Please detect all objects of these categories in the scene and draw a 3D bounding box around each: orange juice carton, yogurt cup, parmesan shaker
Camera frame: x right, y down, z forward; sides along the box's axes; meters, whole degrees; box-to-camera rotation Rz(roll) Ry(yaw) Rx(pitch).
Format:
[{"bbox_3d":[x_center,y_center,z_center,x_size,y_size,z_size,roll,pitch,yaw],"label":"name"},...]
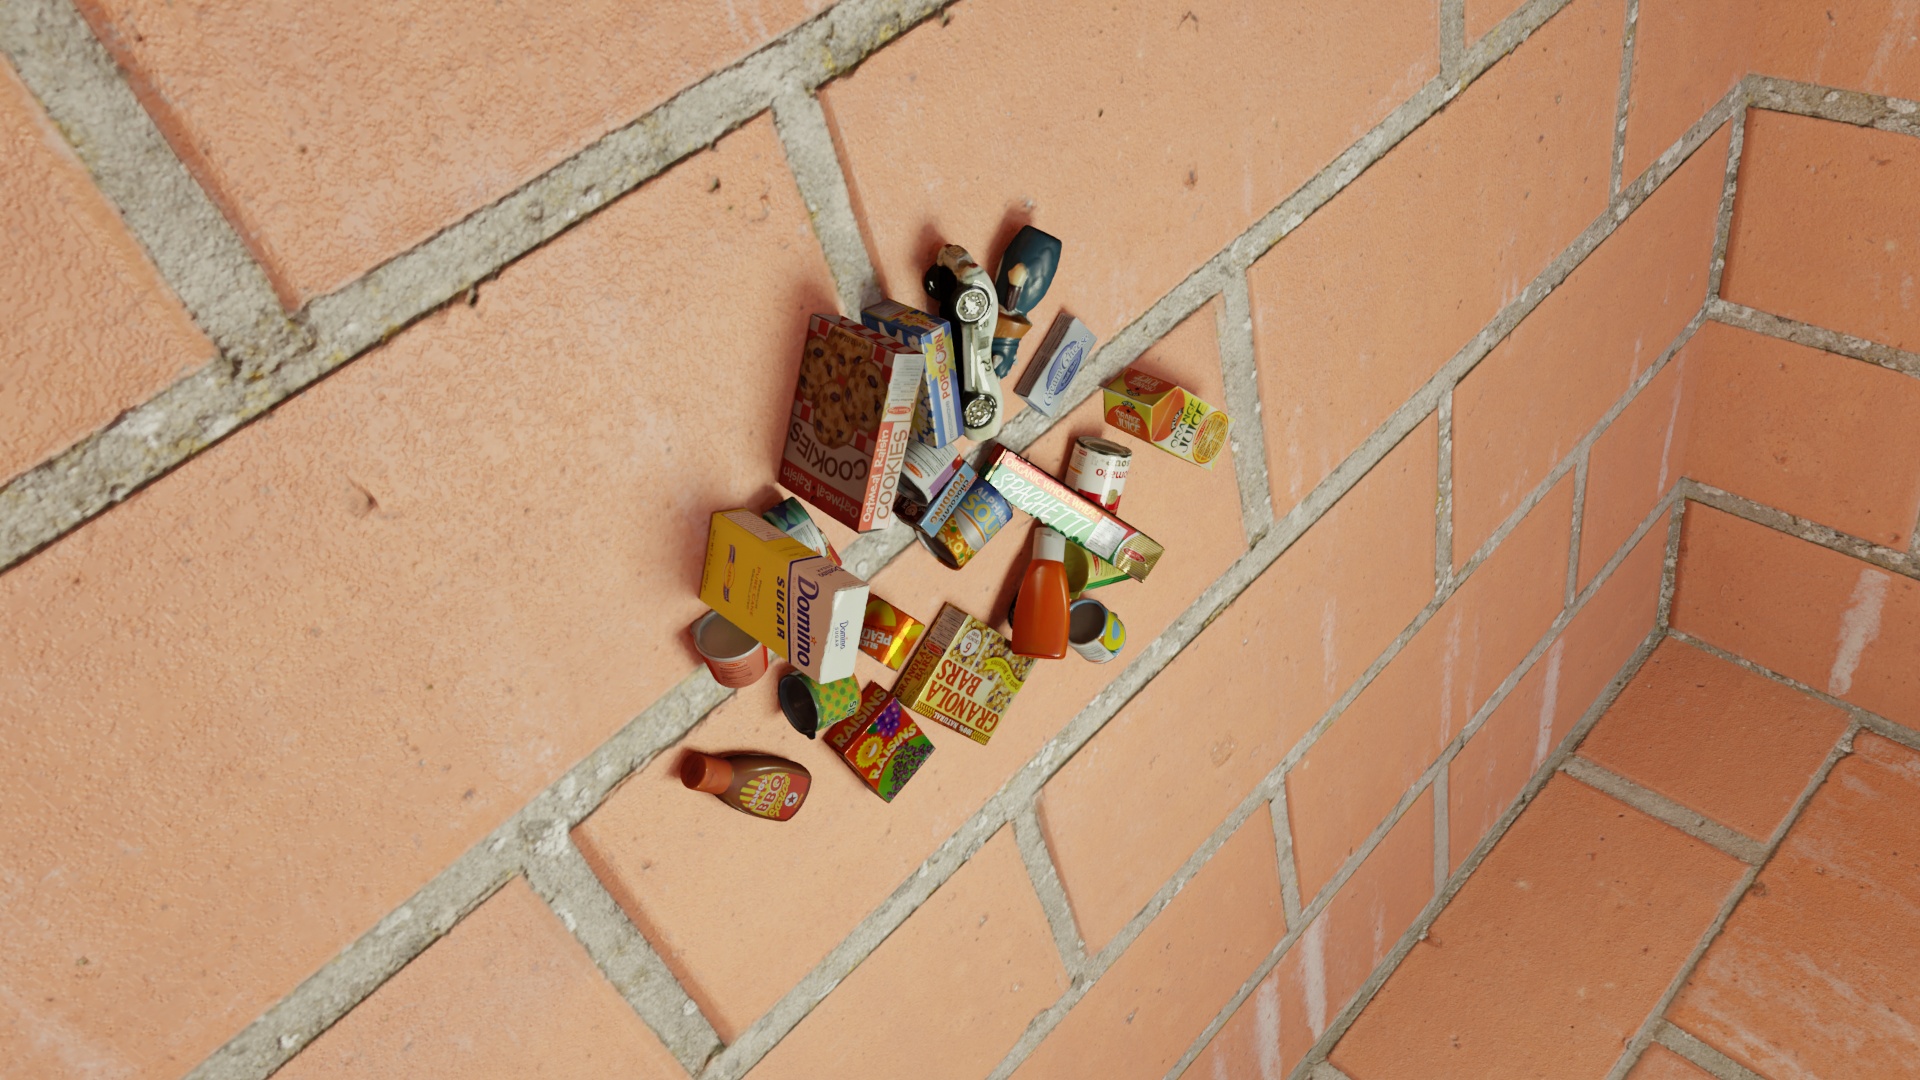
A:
[{"bbox_3d":[0.240,-0.146,1.641,0.193,0.072,0.073,17,99,-51],"label":"orange juice carton"},{"bbox_3d":[-0.212,0.102,1.309,0.073,0.072,0.053,-36,143,-27],"label":"yogurt cup"},{"bbox_3d":[0.162,0.027,1.663,0.103,0.071,0.071,-11,120,-44],"label":"parmesan shaker"}]

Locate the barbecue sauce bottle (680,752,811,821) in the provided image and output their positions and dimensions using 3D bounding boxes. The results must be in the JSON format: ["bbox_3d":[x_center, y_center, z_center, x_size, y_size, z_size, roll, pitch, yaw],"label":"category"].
[{"bbox_3d":[-0.218,0.244,1.402,0.148,0.044,0.065,27,93,-51],"label":"barbecue sauce bottle"}]

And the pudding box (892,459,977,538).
[{"bbox_3d":[-0.026,-0.049,1.429,0.084,0.050,0.030,-54,139,-9],"label":"pudding box"}]

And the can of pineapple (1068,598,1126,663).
[{"bbox_3d":[0.164,0.110,1.717,0.071,0.071,0.057,-55,140,-7],"label":"can of pineapple"}]

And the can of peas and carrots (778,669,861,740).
[{"bbox_3d":[-0.142,0.159,1.413,0.059,0.071,0.070,-22,127,-38],"label":"can of peas and carrots"}]

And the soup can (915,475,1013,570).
[{"bbox_3d":[0.005,-0.018,1.464,0.084,0.071,0.071,-45,138,-18],"label":"soup can"}]

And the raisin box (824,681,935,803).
[{"bbox_3d":[-0.088,0.224,1.534,0.086,0.040,0.123,-48,140,-14],"label":"raisin box"}]

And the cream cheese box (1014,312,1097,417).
[{"bbox_3d":[0.104,-0.190,1.505,0.053,0.024,0.104,33,87,-49],"label":"cream cheese box"}]

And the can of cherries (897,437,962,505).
[{"bbox_3d":[-0.041,-0.078,1.387,0.058,0.071,0.071,-50,140,-14],"label":"can of cherries"}]

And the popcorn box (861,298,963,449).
[{"bbox_3d":[-0.045,-0.157,1.317,0.038,0.085,0.126,-34,133,-31],"label":"popcorn box"}]

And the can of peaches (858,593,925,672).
[{"bbox_3d":[-0.079,0.095,1.444,0.058,0.071,0.071,-58,141,-5],"label":"can of peaches"}]

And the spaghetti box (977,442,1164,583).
[{"bbox_3d":[0.124,-0.029,1.546,0.250,0.029,0.050,30,97,-29],"label":"spaghetti box"}]

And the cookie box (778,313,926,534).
[{"bbox_3d":[-0.101,-0.107,1.255,0.040,0.123,0.166,-5,116,-44],"label":"cookie box"}]

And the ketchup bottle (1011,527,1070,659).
[{"bbox_3d":[0.096,0.060,1.593,0.043,0.065,0.149,39,56,-75],"label":"ketchup bottle"}]

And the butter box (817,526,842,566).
[{"bbox_3d":[-0.165,0.036,1.351,0.104,0.024,0.053,-45,138,-19],"label":"butter box"}]

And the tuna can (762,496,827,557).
[{"bbox_3d":[-0.157,-0.006,1.302,0.033,0.071,0.070,-31,134,-16],"label":"tuna can"}]

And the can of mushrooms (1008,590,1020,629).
[{"bbox_3d":[0.091,0.088,1.650,0.071,0.033,0.070,-26,129,-36],"label":"can of mushrooms"}]

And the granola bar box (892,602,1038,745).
[{"bbox_3d":[0.007,0.156,1.595,0.124,0.039,0.165,-59,141,-4],"label":"granola bar box"}]
